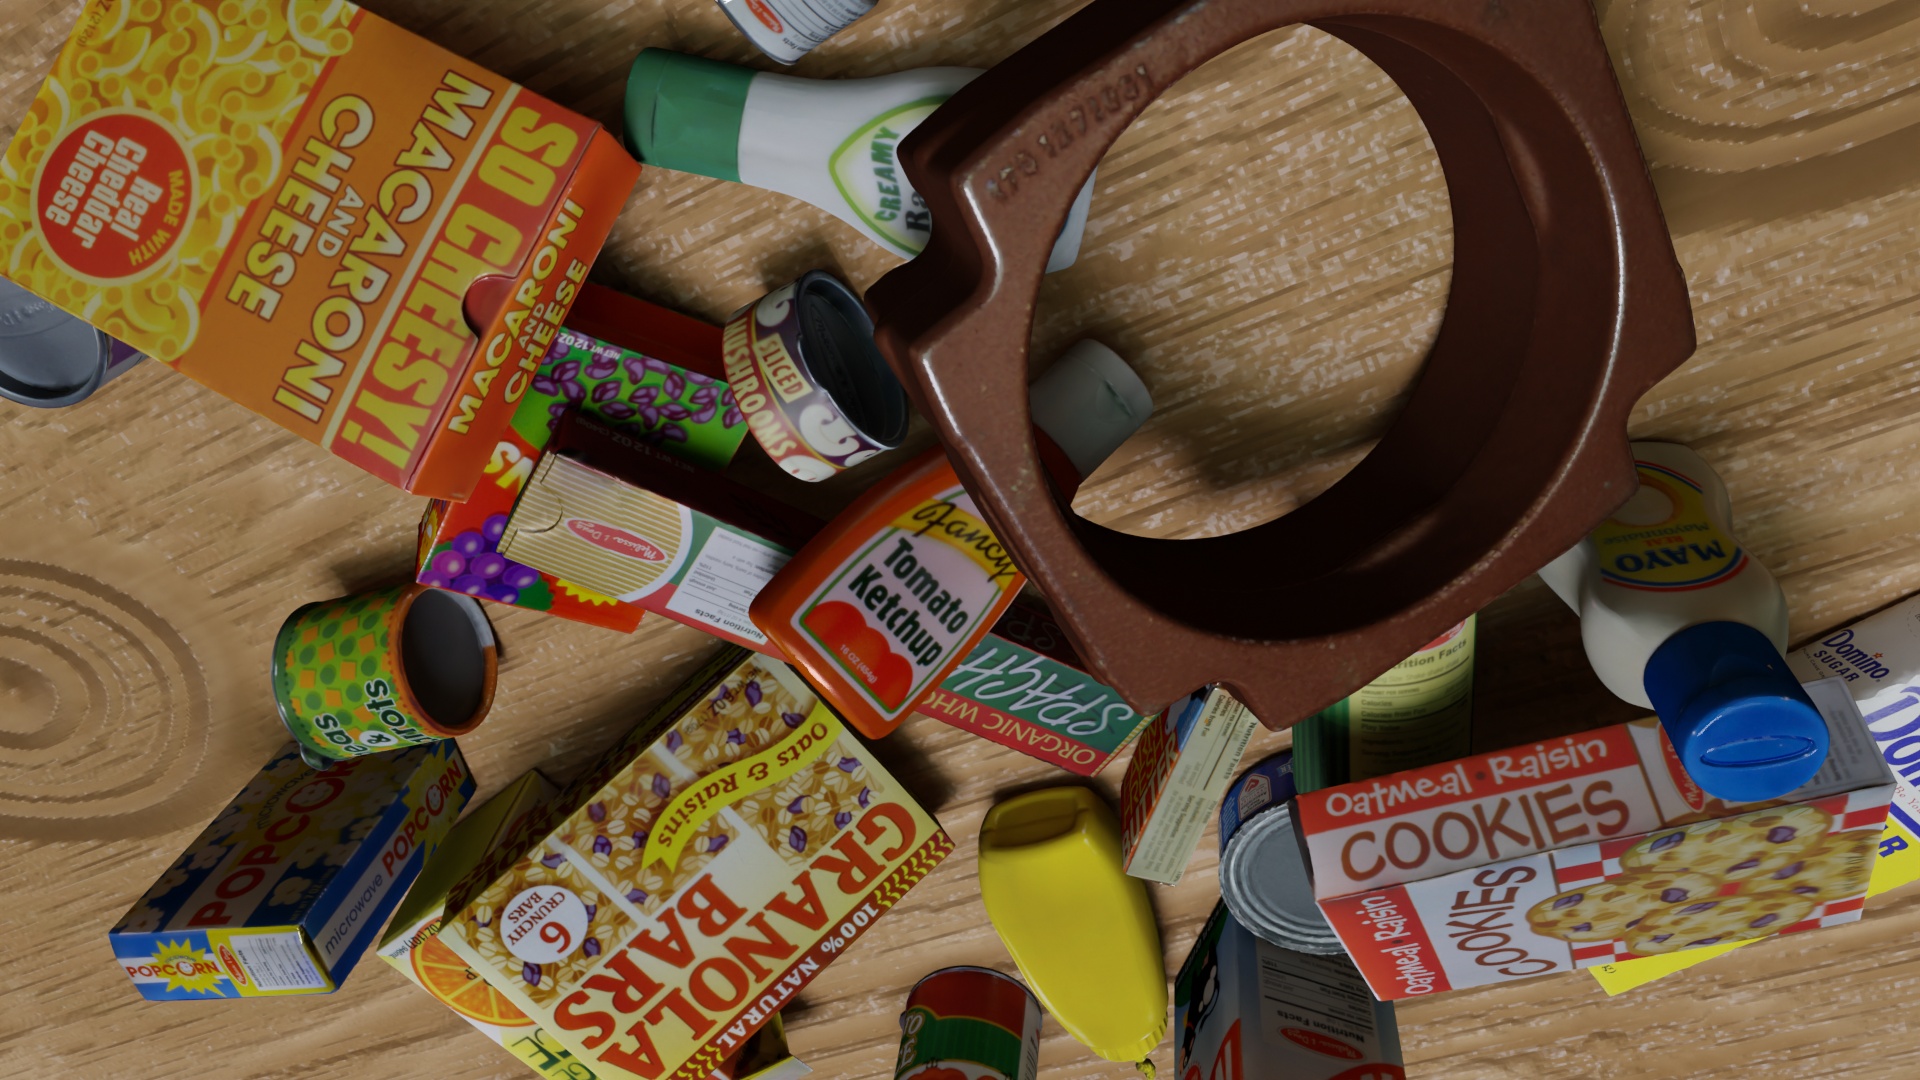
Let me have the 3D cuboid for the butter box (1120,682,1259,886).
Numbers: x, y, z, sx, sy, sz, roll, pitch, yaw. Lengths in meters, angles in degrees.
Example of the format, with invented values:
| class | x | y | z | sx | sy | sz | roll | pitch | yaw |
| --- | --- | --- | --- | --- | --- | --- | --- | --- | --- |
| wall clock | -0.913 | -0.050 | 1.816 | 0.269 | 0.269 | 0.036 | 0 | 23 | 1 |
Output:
| class | x | y | z | sx | sy | sz | roll | pitch | yaw |
| --- | --- | --- | --- | --- | --- | --- | --- | --- | --- |
| butter box | 0.089 | 0.080 | 0.541 | 0.024 | 0.053 | 0.103 | 15 | 122 | -4 |

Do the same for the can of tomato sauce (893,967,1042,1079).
| class | x | y | z | sx | sy | sz | roll | pitch | yaw |
| --- | --- | --- | --- | --- | --- | --- | --- | --- | --- |
| can of tomato sauce | 0.000 | 0.251 | 0.636 | 0.071 | 0.083 | 0.070 | 3 | 121 | 6 |

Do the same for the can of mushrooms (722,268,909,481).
| class | x | y | z | sx | sy | sz | roll | pitch | yaw |
| --- | --- | --- | --- | --- | --- | --- | --- | --- | --- |
| can of mushrooms | -0.049 | -0.055 | 0.470 | 0.033 | 0.071 | 0.071 | -23 | 115 | 22 |

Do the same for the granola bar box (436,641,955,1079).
| class | x | y | z | sx | sy | sz | roll | pitch | yaw |
| --- | --- | --- | --- | --- | --- | --- | --- | --- | --- |
| granola bar box | -0.104 | 0.134 | 0.565 | 0.166 | 0.039 | 0.124 | -42 | 108 | -5 |

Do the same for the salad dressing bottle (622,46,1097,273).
| class | x | y | z | sx | sy | sz | roll | pitch | yaw |
| --- | --- | --- | --- | --- | --- | --- | --- | --- | --- |
| salad dressing bottle | -0.031 | -0.124 | 0.443 | 0.148 | 0.044 | 0.064 | 12 | 120 | 1 |

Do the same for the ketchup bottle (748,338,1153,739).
| class | x | y | z | sx | sy | sz | roll | pitch | yaw |
| --- | --- | --- | --- | --- | --- | --- | --- | --- | --- |
| ketchup bottle | 0.002 | -0.006 | 0.467 | 0.149 | 0.043 | 0.064 | -45 | 110 | -10 |

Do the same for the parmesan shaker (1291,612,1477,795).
| class | x | y | z | sx | sy | sz | roll | pitch | yaw |
| --- | --- | --- | --- | --- | --- | --- | --- | --- | --- |
| parmesan shaker | 0.150 | 0.049 | 0.506 | 0.071 | 0.072 | 0.102 | -4 | 120 | 10 |

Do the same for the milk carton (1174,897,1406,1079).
| class | x | y | z | sx | sy | sz | roll | pitch | yaw |
| --- | --- | --- | --- | --- | --- | --- | --- | --- | --- |
| milk carton | 0.129 | 0.236 | 0.546 | 0.073 | 0.191 | 0.072 | 18 | 121 | -2 |

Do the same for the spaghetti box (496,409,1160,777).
| class | x | y | z | sx | sy | sz | roll | pitch | yaw |
| --- | --- | --- | --- | --- | --- | --- | --- | --- | --- |
| spaghetti box | -0.039 | 0.027 | 0.508 | 0.250 | 0.029 | 0.050 | 24 | 122 | -23 |

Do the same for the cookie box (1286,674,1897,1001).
| class | x | y | z | sx | sy | sz | roll | pitch | yaw |
| --- | --- | --- | --- | --- | --- | --- | --- | --- | --- |
| cookie box | 0.208 | 0.107 | 0.468 | 0.167 | 0.040 | 0.122 | -16 | 142 | 17 |

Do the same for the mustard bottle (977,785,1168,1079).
| class | x | y | z | sx | sy | sz | roll | pitch | yaw |
| --- | --- | --- | --- | --- | --- | --- | --- | --- | --- |
| mustard bottle | 0.058 | 0.180 | 0.607 | 0.065 | 0.049 | 0.159 | -14 | 118 | 15 |

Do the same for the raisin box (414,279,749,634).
| class | x | y | z | sx | sy | sz | roll | pitch | yaw |
| --- | --- | --- | --- | --- | --- | --- | --- | --- | --- |
| raisin box | -0.135 | -0.029 | 0.501 | 0.086 | 0.040 | 0.122 | 17 | 123 | -29 |

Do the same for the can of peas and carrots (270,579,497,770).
| class | x | y | z | sx | sy | sz | roll | pitch | yaw |
| --- | --- | --- | --- | --- | --- | --- | --- | --- | --- |
| can of peas and carrots | -0.230 | 0.053 | 0.560 | 0.058 | 0.071 | 0.070 | -12 | 118 | 14 |

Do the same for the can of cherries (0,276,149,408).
| class | x | y | z | sx | sy | sz | roll | pitch | yaw |
| --- | --- | --- | --- | --- | --- | --- | --- | --- | --- |
| can of cherries | -0.318 | -0.091 | 0.494 | 0.071 | 0.059 | 0.071 | 4 | 121 | 7 |

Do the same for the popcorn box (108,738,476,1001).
| class | x | y | z | sx | sy | sz | roll | pitch | yaw |
| --- | --- | --- | --- | --- | --- | --- | --- | --- | --- |
| popcorn box | -0.272 | 0.132 | 0.579 | 0.085 | 0.127 | 0.038 | -7 | 116 | 12 |

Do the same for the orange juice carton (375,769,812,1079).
| class | x | y | z | sx | sy | sz | roll | pitch | yaw |
| --- | --- | --- | --- | --- | --- | --- | --- | --- | --- |
| orange juice carton | -0.157 | 0.202 | 0.636 | 0.071 | 0.073 | 0.192 | -36 | 110 | 24 |

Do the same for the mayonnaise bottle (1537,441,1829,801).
| class | x | y | z | sx | sy | sz | roll | pitch | yaw |
| --- | --- | --- | --- | --- | --- | --- | --- | --- | --- |
| mayonnaise bottle | 0.220 | 0.019 | 0.430 | 0.065 | 0.149 | 0.041 | -10 | 118 | 13 |

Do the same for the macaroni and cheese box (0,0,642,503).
| class | x | y | z | sx | sy | sz | roll | pitch | yaw |
| --- | --- | --- | --- | --- | --- | --- | --- | --- | --- |
| macaroni and cheese box | -0.202 | -0.103 | 0.427 | 0.166 | 0.040 | 0.123 | 27 | 89 | 8 |

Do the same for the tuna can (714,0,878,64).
| class | x | y | z | sx | sy | sz | roll | pitch | yaw |
| --- | --- | --- | --- | --- | --- | --- | --- | --- | --- |
| tuna can | -0.055 | -0.178 | 0.403 | 0.032 | 0.071 | 0.071 | -27 | 114 | 20 |
